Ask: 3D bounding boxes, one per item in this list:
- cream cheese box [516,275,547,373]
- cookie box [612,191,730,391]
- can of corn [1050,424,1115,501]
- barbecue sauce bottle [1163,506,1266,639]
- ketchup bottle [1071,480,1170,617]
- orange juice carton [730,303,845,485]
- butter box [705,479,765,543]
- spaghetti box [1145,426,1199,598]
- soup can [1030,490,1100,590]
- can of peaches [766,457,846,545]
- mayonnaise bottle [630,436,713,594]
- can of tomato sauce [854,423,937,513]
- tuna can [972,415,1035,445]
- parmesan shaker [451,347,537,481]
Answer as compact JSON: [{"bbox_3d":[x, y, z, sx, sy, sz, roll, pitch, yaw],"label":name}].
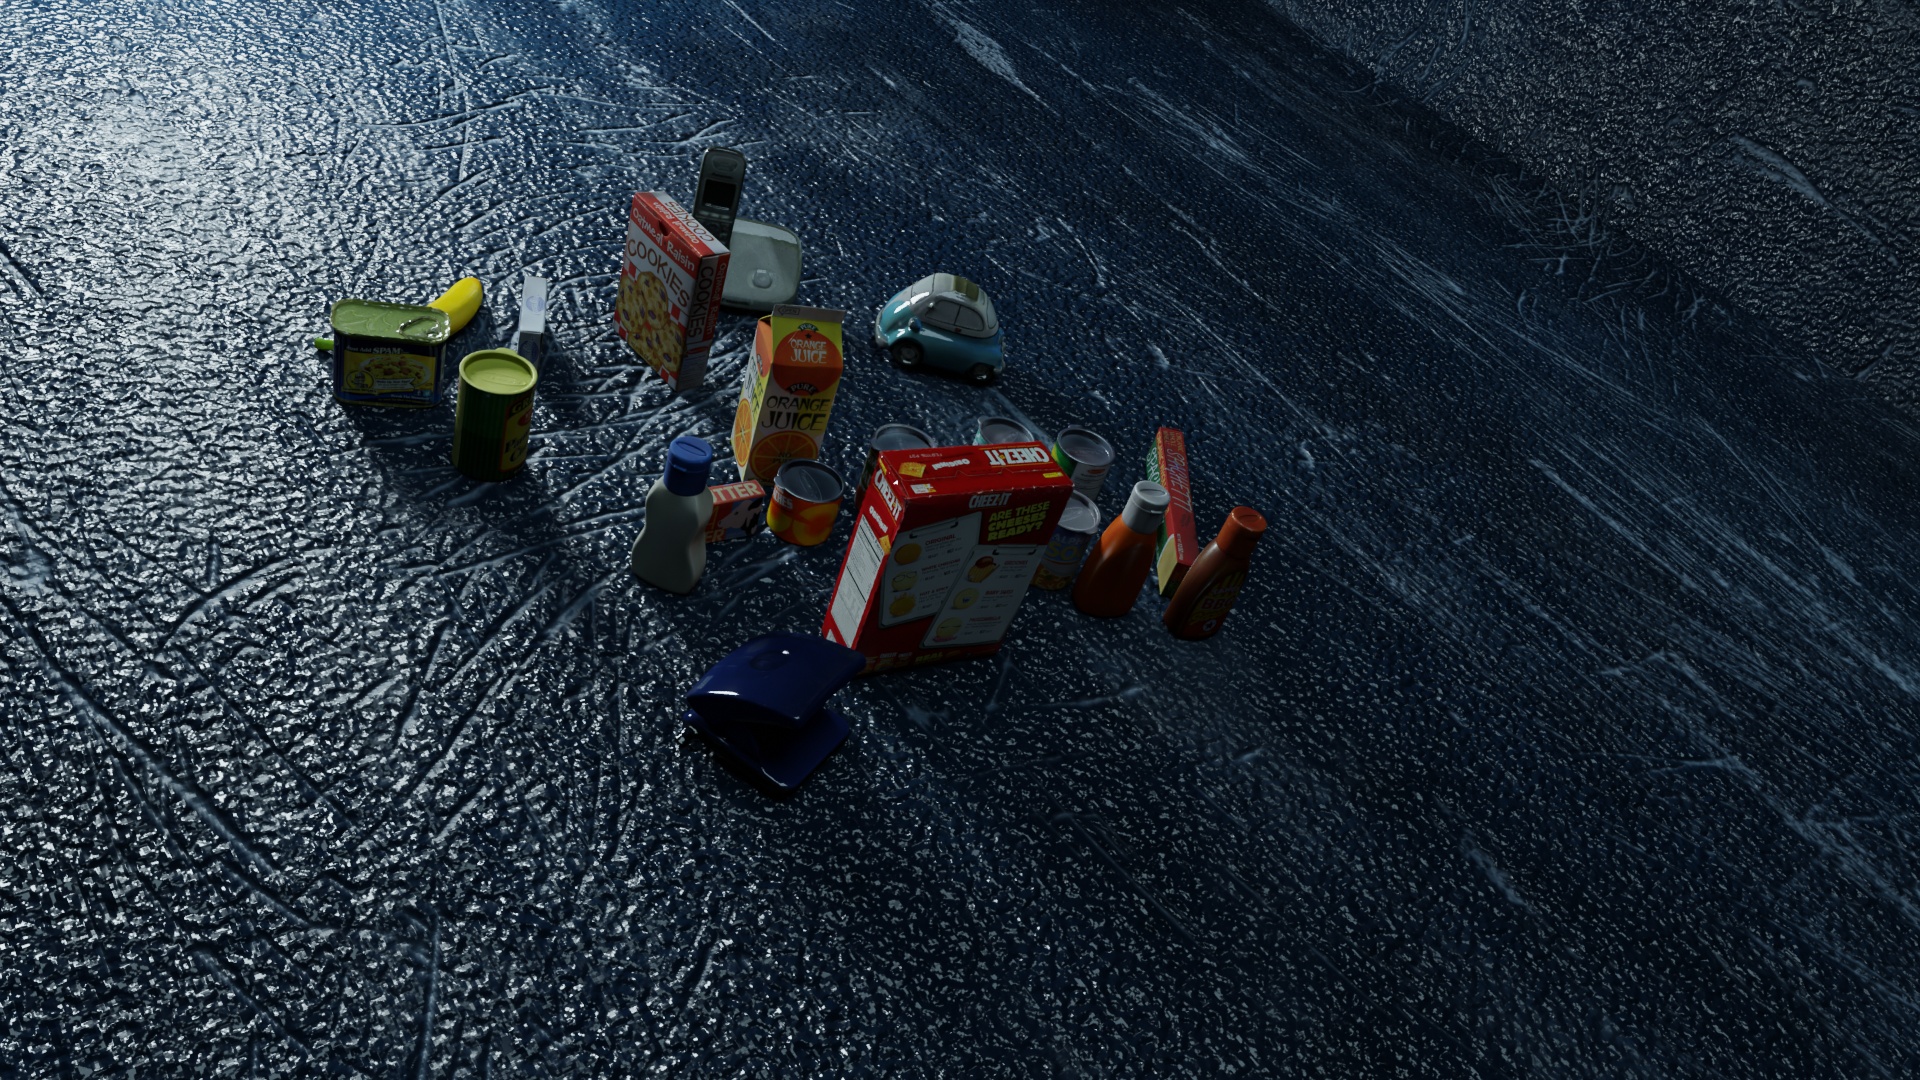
[{"bbox_3d":[-0.441,-0.221,1.427,0.024,0.053,0.104,6,40,-19],"label":"cream cheese box"},{"bbox_3d":[-0.303,-0.259,1.444,0.040,0.166,0.123,-21,54,-41],"label":"cookie box"},{"bbox_3d":[0.128,-0.083,1.521,0.071,0.058,0.071,13,38,-10],"label":"can of corn"},{"bbox_3d":[0.254,0.032,1.368,0.065,0.147,0.044,-6,45,-31],"label":"barbecue sauce bottle"},{"bbox_3d":[0.161,0.009,1.352,0.065,0.148,0.044,3,41,-22],"label":"ketchup bottle"},{"bbox_3d":[-0.167,-0.148,1.353,0.072,0.191,0.073,2,42,-24],"label":"orange juice carton"},{"bbox_3d":[-0.234,-0.023,1.285,0.104,0.052,0.024,-12,48,-35],"label":"butter box"},{"bbox_3d":[0.231,-0.035,1.518,0.029,0.049,0.251,15,38,-9],"label":"spaghetti box"},{"bbox_3d":[0.096,0.001,1.385,0.071,0.083,0.072,13,38,-10],"label":"soup can"},{"bbox_3d":[-0.151,-0.037,1.336,0.071,0.057,0.071,13,38,-10],"label":"can of peaches"},{"bbox_3d":[-0.244,-0.022,1.202,0.065,0.147,0.041,24,38,3],"label":"mayonnaise bottle"},{"bbox_3d":[-0.067,-0.064,1.388,0.071,0.082,0.071,13,38,-10],"label":"can of tomato sauce"},{"bbox_3d":[0.045,-0.106,1.531,0.071,0.032,0.071,13,38,-10],"label":"tuna can"},{"bbox_3d":[-0.424,-0.114,1.265,0.071,0.102,0.072,13,38,-10],"label":"parmesan shaker"}]
